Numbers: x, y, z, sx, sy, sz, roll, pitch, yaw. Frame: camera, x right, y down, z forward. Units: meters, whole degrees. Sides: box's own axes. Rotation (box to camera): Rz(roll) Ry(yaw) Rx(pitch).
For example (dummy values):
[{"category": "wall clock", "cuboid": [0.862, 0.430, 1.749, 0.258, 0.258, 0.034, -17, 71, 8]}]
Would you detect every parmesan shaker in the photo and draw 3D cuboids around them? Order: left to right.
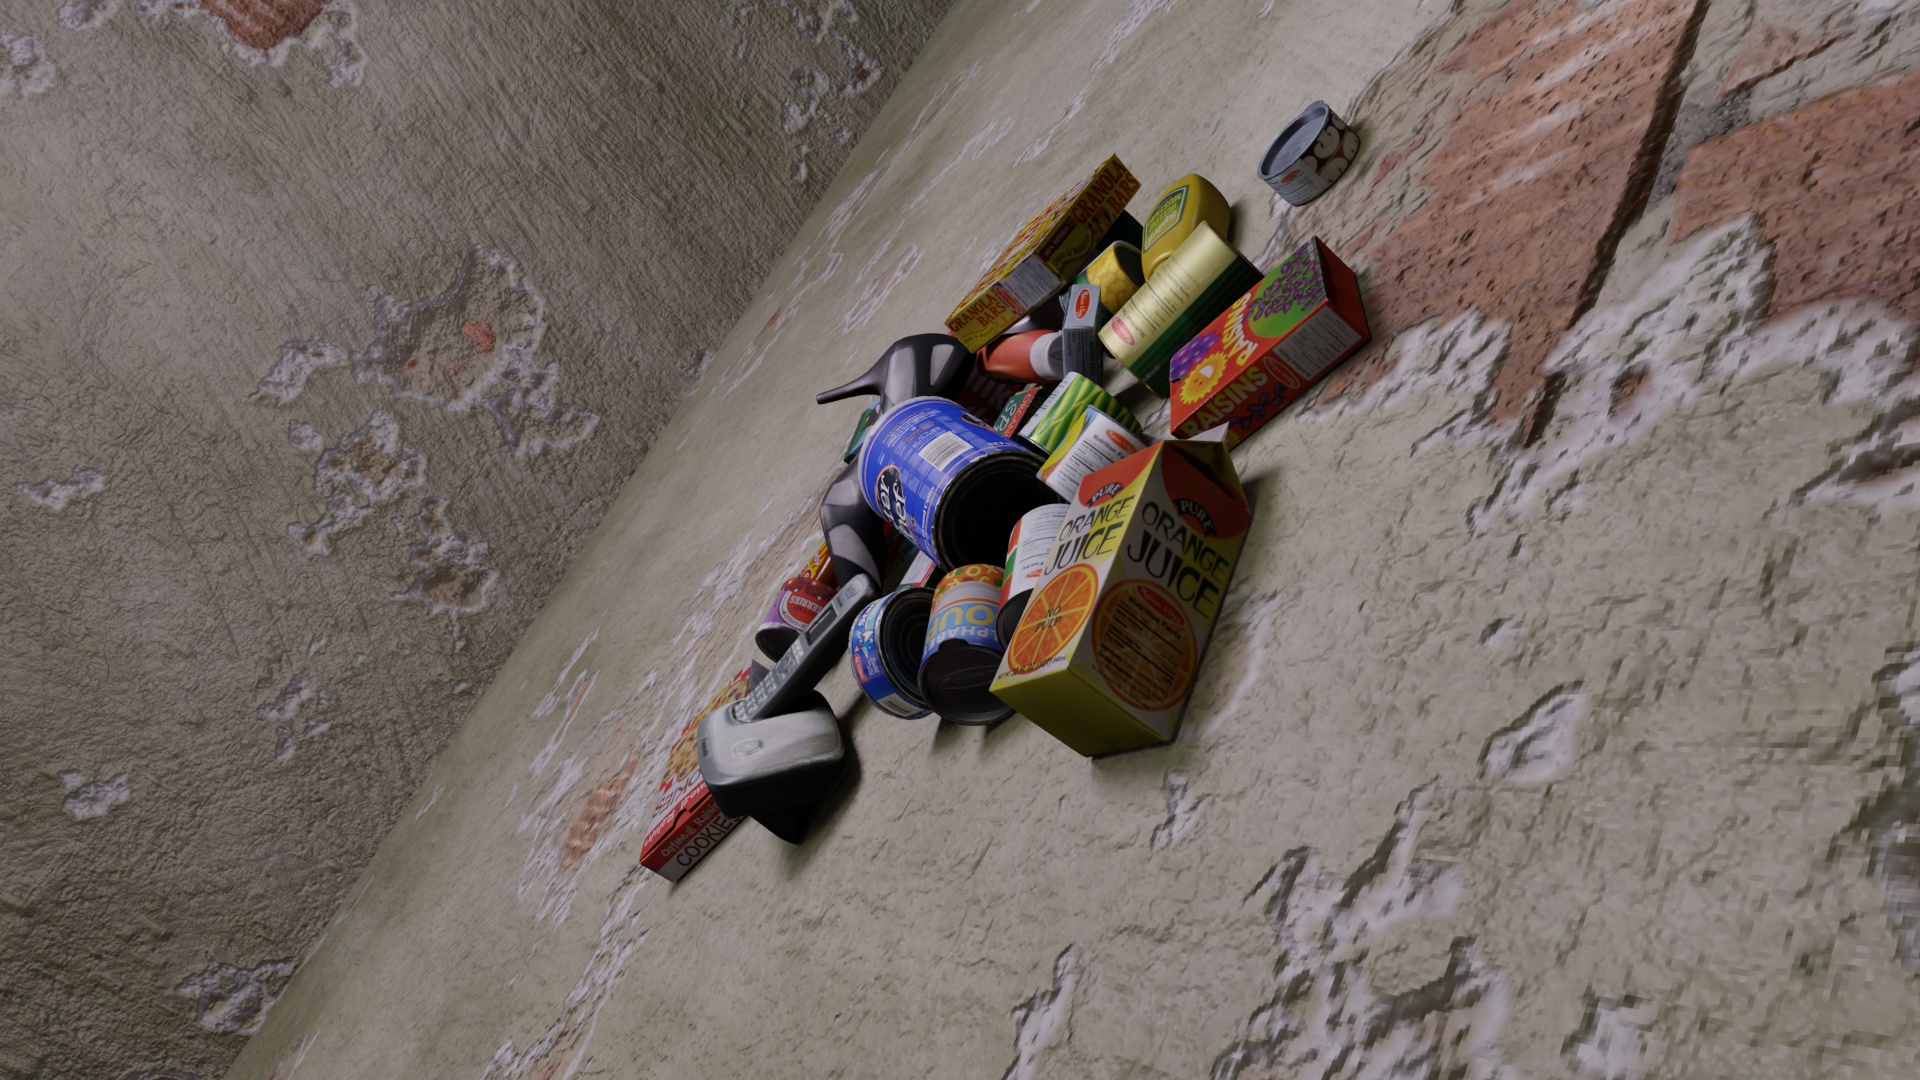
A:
[{"category": "parmesan shaker", "cuboid": [0.153, -0.153, 0.934, 0.103, 0.071, 0.071, -46, 20, 18]}]

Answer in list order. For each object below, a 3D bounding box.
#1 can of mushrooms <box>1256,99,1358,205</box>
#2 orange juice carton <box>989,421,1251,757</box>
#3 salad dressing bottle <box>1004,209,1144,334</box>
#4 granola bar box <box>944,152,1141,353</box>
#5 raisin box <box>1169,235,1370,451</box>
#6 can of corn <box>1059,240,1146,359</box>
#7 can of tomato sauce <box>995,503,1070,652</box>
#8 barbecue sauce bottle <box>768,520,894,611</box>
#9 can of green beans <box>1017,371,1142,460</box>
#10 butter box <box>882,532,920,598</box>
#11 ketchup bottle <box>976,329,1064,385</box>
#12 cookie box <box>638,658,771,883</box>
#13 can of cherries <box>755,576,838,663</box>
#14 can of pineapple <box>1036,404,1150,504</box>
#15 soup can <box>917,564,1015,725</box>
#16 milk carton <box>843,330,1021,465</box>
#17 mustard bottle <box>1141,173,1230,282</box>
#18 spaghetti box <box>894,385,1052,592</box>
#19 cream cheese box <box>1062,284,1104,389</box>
[{"category": "can of mushrooms", "cuboid": [0.245, -0.272, 0.975, 0.071, 0.033, 0.071, -46, 20, 22]}, {"category": "orange juice carton", "cuboid": [0.096, 0.016, 0.758, 0.071, 0.073, 0.193, -25, 33, 54]}, {"category": "salad dressing bottle", "cuboid": [0.100, -0.223, 1.206, 0.147, 0.044, 0.064, -44, 14, 18]}, {"category": "granola bar box", "cuboid": [0.069, -0.237, 1.146, 0.123, 0.039, 0.166, -30, 19, 47]}, {"category": "raisin box", "cuboid": [0.182, -0.115, 0.838, 0.123, 0.040, 0.086, -41, 23, 32]}, {"category": "can of corn", "cuboid": [0.121, -0.184, 1.063, 0.058, 0.071, 0.071, -40, 23, 33]}, {"category": "can of tomato sauce", "cuboid": [0.058, 0.029, 0.835, 0.071, 0.071, 0.083, -41, 22, 31]}, {"category": "barbecue sauce bottle", "cuboid": [-0.114, 0.024, 1.269, 0.148, 0.043, 0.065, -50, 18, 7]}, {"category": "can of green beans", "cuboid": [0.082, -0.073, 0.950, 0.058, 0.071, 0.071, -50, 19, -2]}, {"category": "butter box", "cuboid": [-0.047, 0.017, 1.155, 0.103, 0.024, 0.053, -42, 23, 29]}, {"category": "ketchup bottle", "cuboid": [0.062, -0.148, 1.123, 0.149, 0.065, 0.043, -160, 74, -73]}, {"category": "cookie box", "cuboid": [-0.214, 0.196, 1.203, 0.122, 0.040, 0.168, -45, 21, 22]}, {"category": "can of cherries", "cuboid": [-0.134, 0.072, 1.194, 0.071, 0.071, 0.059, -29, 30, 50]}, {"category": "can of pineapple", "cuboid": [0.091, -0.044, 0.885, 0.058, 0.071, 0.071, -52, 19, 3]}, {"category": "soup can", "cuboid": [0.010, 0.062, 0.877, 0.071, 0.071, 0.084, -42, 22, 30]}, {"category": "milk carton", "cuboid": [-0.017, -0.124, 1.259, 0.189, 0.072, 0.074, -37, 25, 37]}, {"category": "mustard bottle", "cuboid": [0.165, -0.213, 1.031, 0.065, 0.049, 0.161, -40, 23, 36]}, {"category": "spaghetti box", "cuboid": [0.004, -0.014, 1.086, 0.251, 0.028, 0.050, -59, 20, -18]}, {"category": "cream cheese box", "cuboid": [0.089, -0.126, 0.998, 0.054, 0.024, 0.103, -75, -16, -45]}]
